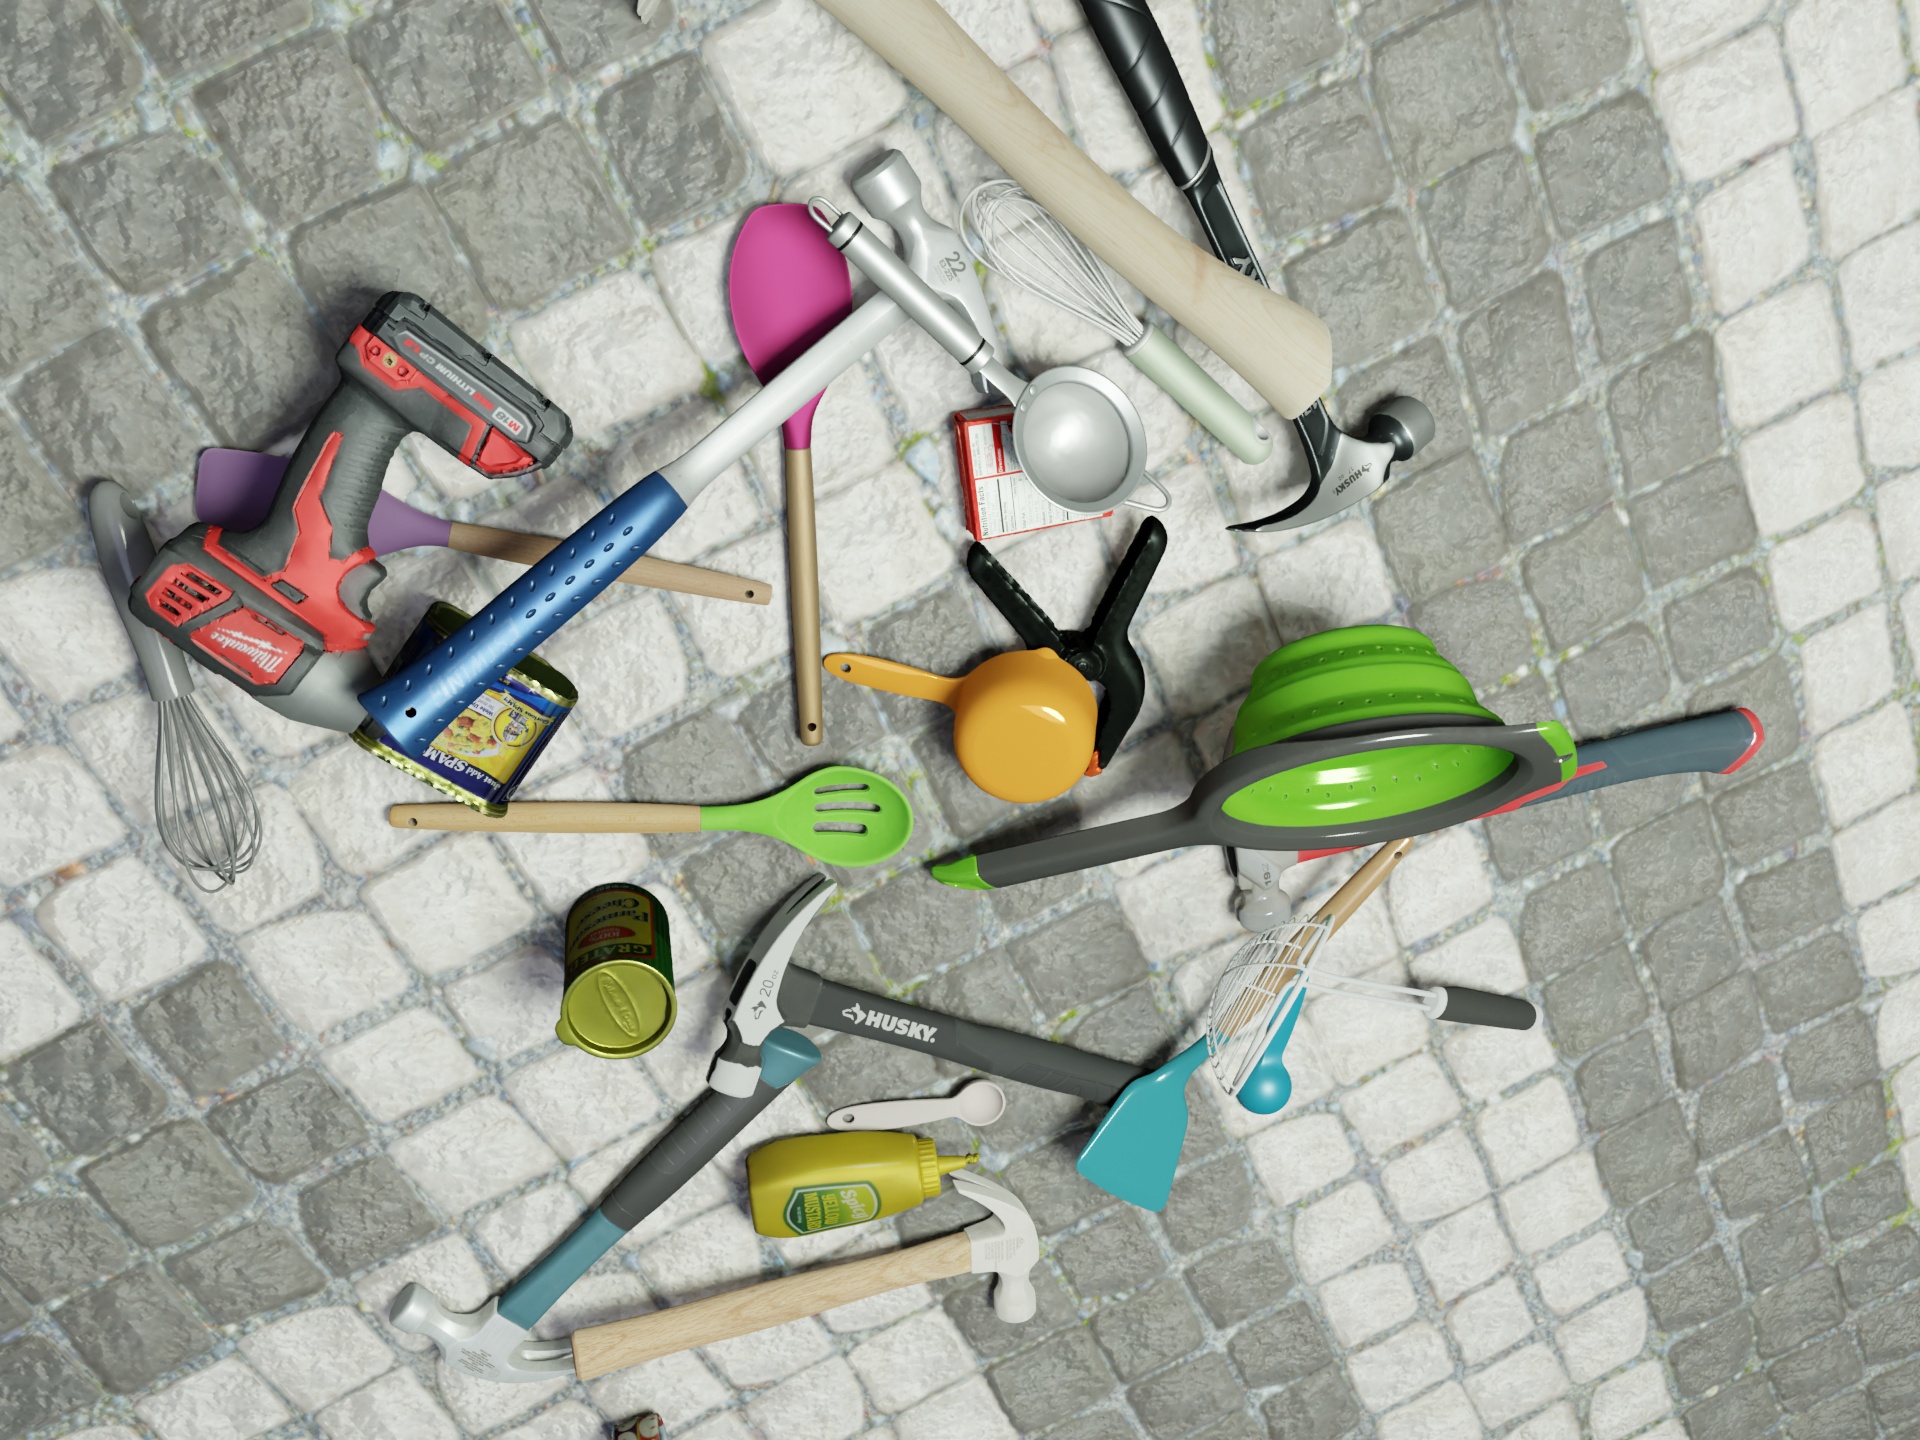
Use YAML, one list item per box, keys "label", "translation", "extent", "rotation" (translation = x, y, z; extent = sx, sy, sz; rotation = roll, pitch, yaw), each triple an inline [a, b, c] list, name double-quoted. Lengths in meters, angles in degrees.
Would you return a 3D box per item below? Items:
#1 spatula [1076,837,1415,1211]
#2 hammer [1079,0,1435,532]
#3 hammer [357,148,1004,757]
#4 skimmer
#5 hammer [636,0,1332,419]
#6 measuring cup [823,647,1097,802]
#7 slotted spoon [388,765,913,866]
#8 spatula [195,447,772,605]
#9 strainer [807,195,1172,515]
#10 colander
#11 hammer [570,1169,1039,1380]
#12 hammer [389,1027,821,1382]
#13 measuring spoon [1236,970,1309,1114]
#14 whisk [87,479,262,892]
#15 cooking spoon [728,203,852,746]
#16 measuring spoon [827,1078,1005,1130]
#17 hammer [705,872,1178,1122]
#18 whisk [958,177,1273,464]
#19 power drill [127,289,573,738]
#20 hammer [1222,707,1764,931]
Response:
- label: "spatula"
  translation: [0.200, 0.199, 1.075]
  extent: [0.082, 0.044, 0.317]
  rotation: [33, 105, -22]
- label: "hammer"
  translation: [0.134, -0.290, 0.890]
  extent: [0.149, 0.036, 0.408]
  rotation: [-39, 112, -18]
- label: "hammer"
  translation: [-0.142, -0.125, 0.851]
  extent: [0.405, 0.035, 0.144]
  rotation: [-43, 117, -12]
- label: "skimmer"
  translation: [0.296, 0.199, 1.052]
  extent: [0.363, 0.090, 0.127]
  rotation: [14, 109, -36]
- label: "hammer"
  translation: [0.028, -0.295, 0.831]
  extent: [0.410, 0.038, 0.146]
  rotation: [39, 98, -11]
- label: "measuring cup"
  translation: [-0.002, -0.003, 0.963]
  extent: [0.173, 0.052, 0.095]
  rotation: [15, 122, -5]
- label: "slotted spoon"
  translation: [-0.186, 0.058, 0.977]
  extent: [0.313, 0.031, 0.070]
  rotation: [1, 113, -11]
- label: "spatula"
  translation: [-0.263, -0.098, 0.901]
  extent: [0.315, 0.018, 0.059]
  rotation: [9, 112, -15]
- label: "strainer"
  translation: [0.015, -0.195, 0.872]
  extent: [0.258, 0.050, 0.087]
  rotation: [39, 68, -23]
- label: "colander"
  translation: [0.161, 0.024, 0.975]
  extent: [0.397, 0.095, 0.204]
  rotation: [-15, 157, 21]
- label: "hammer"
  translation: [-0.102, 0.397, 1.108]
  extent: [0.331, 0.031, 0.130]
  rotation: [-9, 111, -17]
- label: "hammer"
  translation: [-0.224, 0.325, 1.070]
  extent: [0.331, 0.033, 0.128]
  rotation: [-44, 113, 7]
- label: "measuring spoon"
  translation: [0.232, 0.231, 1.142]
  extent: [0.042, 0.021, 0.128]
  rotation: [6, 111, -15]
- label: "whisk"
  translation: [-0.438, -0.015, 0.879]
  extent: [0.055, 0.055, 0.238]
  rotation: [-11, 109, -8]
- label: "cooking spoon"
  translation: [-0.094, -0.134, 0.925]
  extent: [0.068, 0.017, 0.318]
  rotation: [-6, 112, -15]
- label: "measuring spoon"
  translation: [-0.031, 0.268, 1.105]
  extent: [0.124, 0.018, 0.034]
  rotation: [-6, 108, -3]
- label: "hammer"
  translation: [0.006, 0.211, 1.064]
  extent: [0.334, 0.035, 0.146]
  rotation: [20, 88, -24]
- label: "whisk"
  translation: [0.096, -0.225, 0.921]
  extent: [0.246, 0.058, 0.059]
  rotation: [36, 134, -26]
- label: "power drill"
  translation: [-0.308, -0.102, 0.832]
  extent: [0.143, 0.079, 0.219]
  rotation: [39, 89, -17]
- label: "hammer"
  translation: [0.365, 0.033, 1.085]
  extent: [0.386, 0.038, 0.143]
  rotation: [-13, 112, -7]
